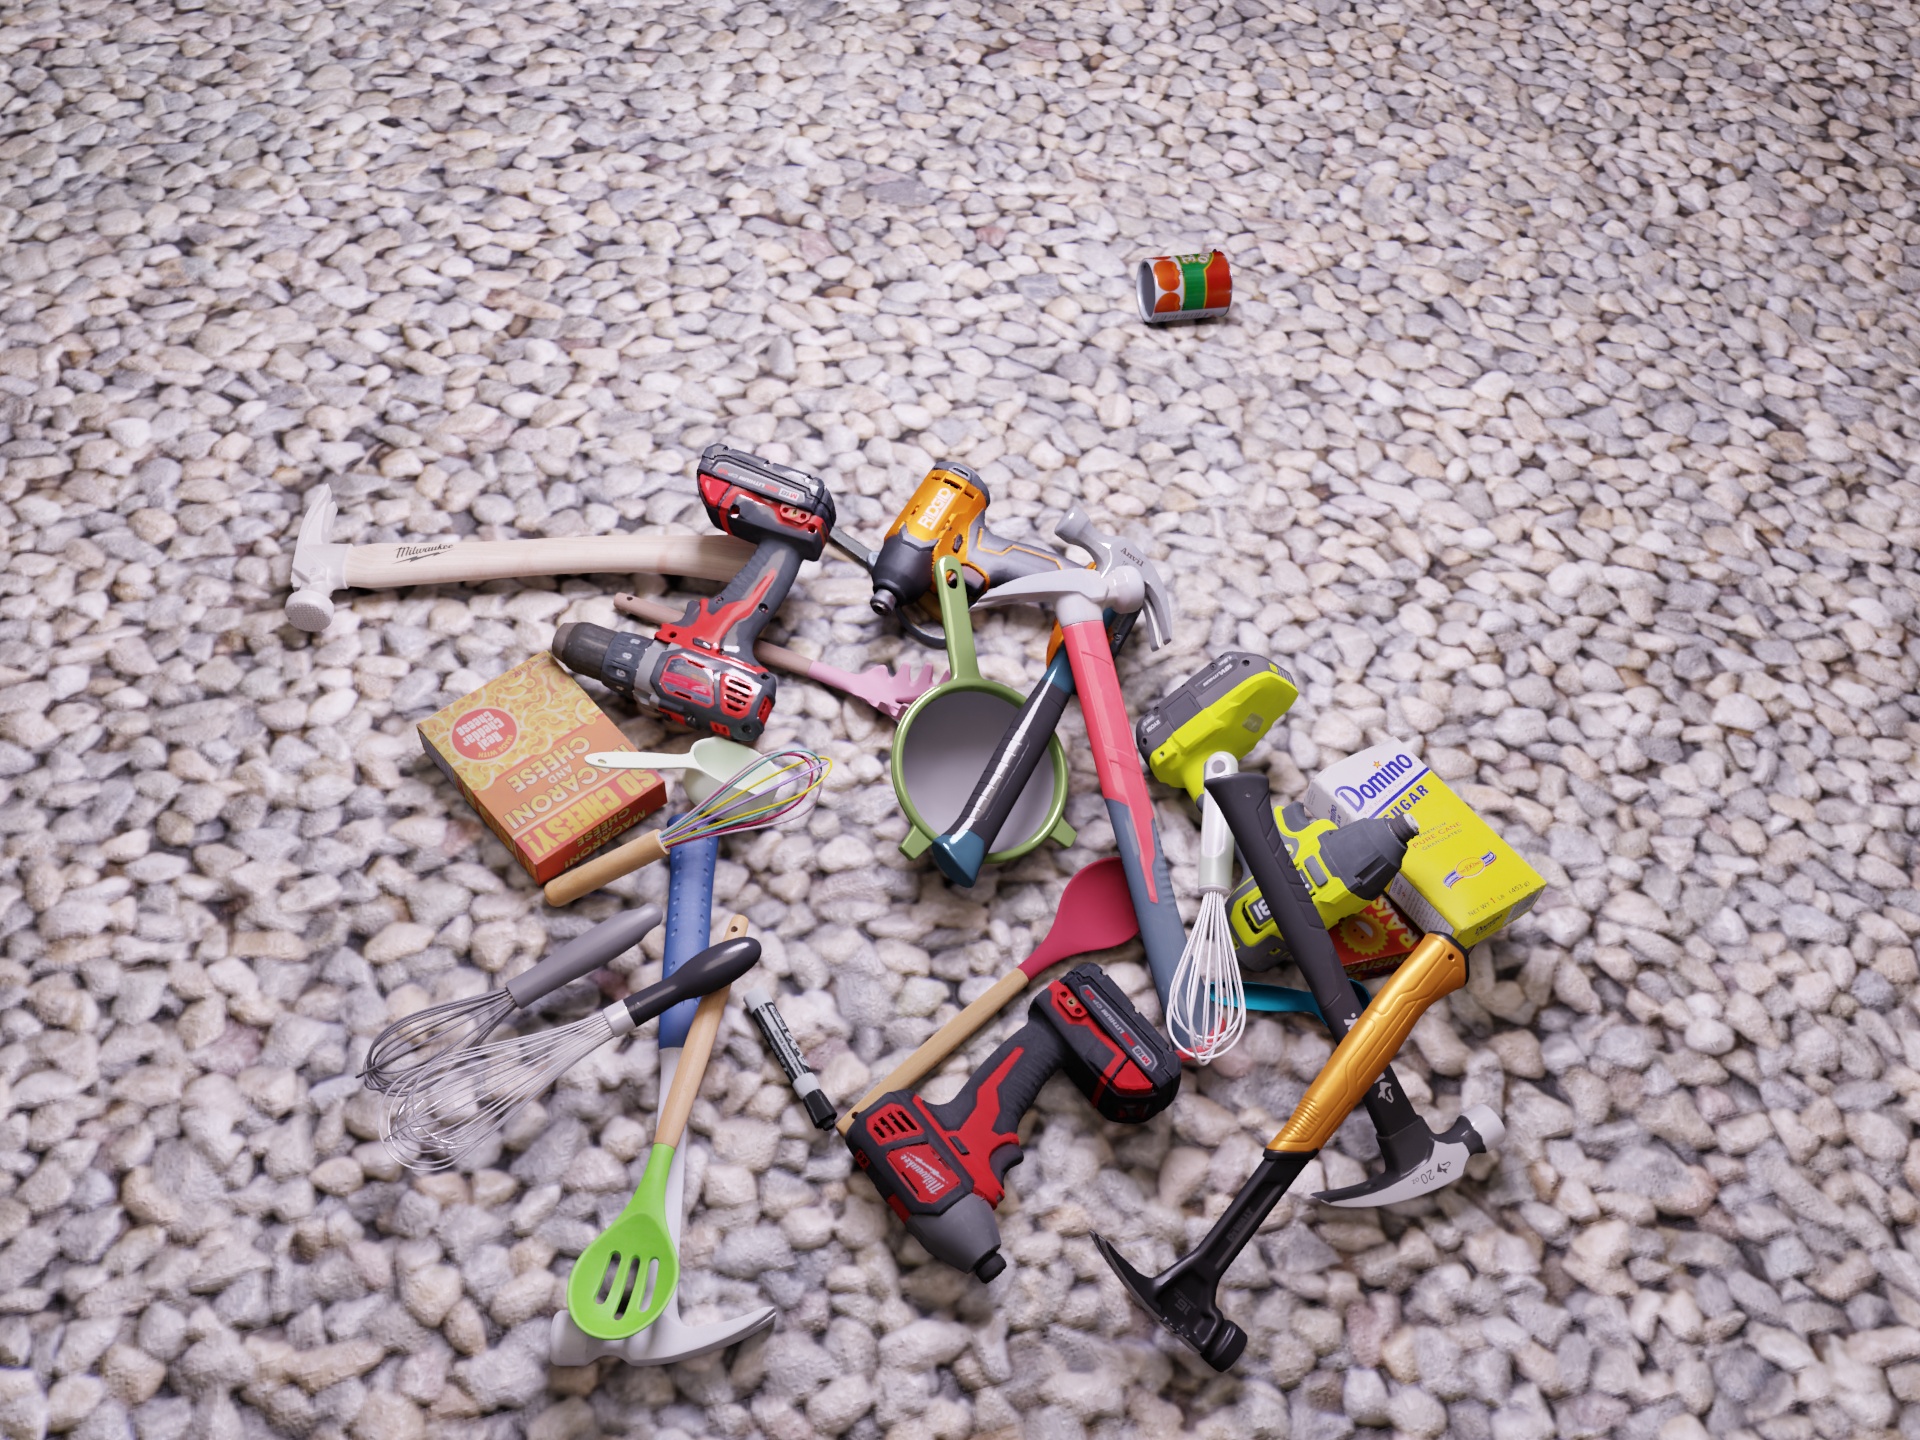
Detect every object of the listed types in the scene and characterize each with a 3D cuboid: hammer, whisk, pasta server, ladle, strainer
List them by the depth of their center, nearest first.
[{"bbox_3d":[0.236,0.274,1.098,0.127,0.034,0.337,43,76,-5],"label":"hammer"},{"bbox_3d":[-0.266,0.224,1.104,0.284,0.070,0.070,-27,62,-13],"label":"whisk"},{"bbox_3d":[-0.198,0.249,1.143,0.144,0.035,0.406,2,56,-5],"label":"hammer"},{"bbox_3d":[-0.321,0.196,1.144,0.239,0.055,0.055,-30,64,-16],"label":"whisk"},{"bbox_3d":[0.260,0.189,1.149,0.146,0.035,0.335,-26,89,-13],"label":"hammer"},{"bbox_3d":[0.187,0.134,1.179,0.058,0.059,0.246,-6,60,26],"label":"whisk"},{"bbox_3d":[-0.206,0.083,1.201,0.245,0.051,0.047,-26,55,6],"label":"whisk"},{"bbox_3d":[0.029,0.209,1.202,0.315,0.031,0.069,-37,63,-24],"label":"ladle"},{"bbox_3d":[0.116,0.070,1.217,0.143,0.038,0.386,-9,77,-22],"label":"hammer"},{"bbox_3d":[0.067,-0.014,1.263,0.128,0.033,0.331,35,64,-9],"label":"hammer"},{"bbox_3d":[-0.002,-0.004,1.289,0.151,0.069,0.256,-2,74,-24],"label":"strainer"},{"bbox_3d":[-0.152,-0.059,1.358,0.316,0.040,0.060,20,44,8],"label":"pasta server"},{"bbox_3d":[-0.364,-0.149,1.384,0.410,0.038,0.146,-2,52,-5],"label":"hammer"}]

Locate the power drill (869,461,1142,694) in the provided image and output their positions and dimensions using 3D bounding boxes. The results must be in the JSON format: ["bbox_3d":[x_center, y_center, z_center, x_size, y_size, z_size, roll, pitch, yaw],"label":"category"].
[{"bbox_3d":[0.037,-0.115,1.379,0.226,0.084,0.164,28,59,6],"label":"power drill"}]

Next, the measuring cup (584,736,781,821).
[{"bbox_3d":[-0.219,0.047,1.236,0.167,0.038,0.083,4,30,-39],"label":"measuring cup"}]

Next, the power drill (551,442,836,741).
[{"bbox_3d":[-0.216,-0.110,1.317,0.188,0.080,0.227,19,77,5],"label":"power drill"}]

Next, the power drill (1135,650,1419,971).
[{"bbox_3d":[0.246,0.062,1.253,0.080,0.171,0.223,23,35,-49],"label":"power drill"}]

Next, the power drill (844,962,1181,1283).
[{"bbox_3d":[0.044,0.285,1.124,0.219,0.078,0.143,-32,65,-22],"label":"power drill"}]

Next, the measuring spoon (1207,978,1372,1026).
[{"bbox_3d":[0.252,0.215,1.229,0.128,0.021,0.042,5,85,7],"label":"measuring spoon"}]

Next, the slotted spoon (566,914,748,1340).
[{"bbox_3d":[-0.193,0.270,1.091,0.070,0.031,0.314,7,53,9],"label":"slotted spoon"}]
